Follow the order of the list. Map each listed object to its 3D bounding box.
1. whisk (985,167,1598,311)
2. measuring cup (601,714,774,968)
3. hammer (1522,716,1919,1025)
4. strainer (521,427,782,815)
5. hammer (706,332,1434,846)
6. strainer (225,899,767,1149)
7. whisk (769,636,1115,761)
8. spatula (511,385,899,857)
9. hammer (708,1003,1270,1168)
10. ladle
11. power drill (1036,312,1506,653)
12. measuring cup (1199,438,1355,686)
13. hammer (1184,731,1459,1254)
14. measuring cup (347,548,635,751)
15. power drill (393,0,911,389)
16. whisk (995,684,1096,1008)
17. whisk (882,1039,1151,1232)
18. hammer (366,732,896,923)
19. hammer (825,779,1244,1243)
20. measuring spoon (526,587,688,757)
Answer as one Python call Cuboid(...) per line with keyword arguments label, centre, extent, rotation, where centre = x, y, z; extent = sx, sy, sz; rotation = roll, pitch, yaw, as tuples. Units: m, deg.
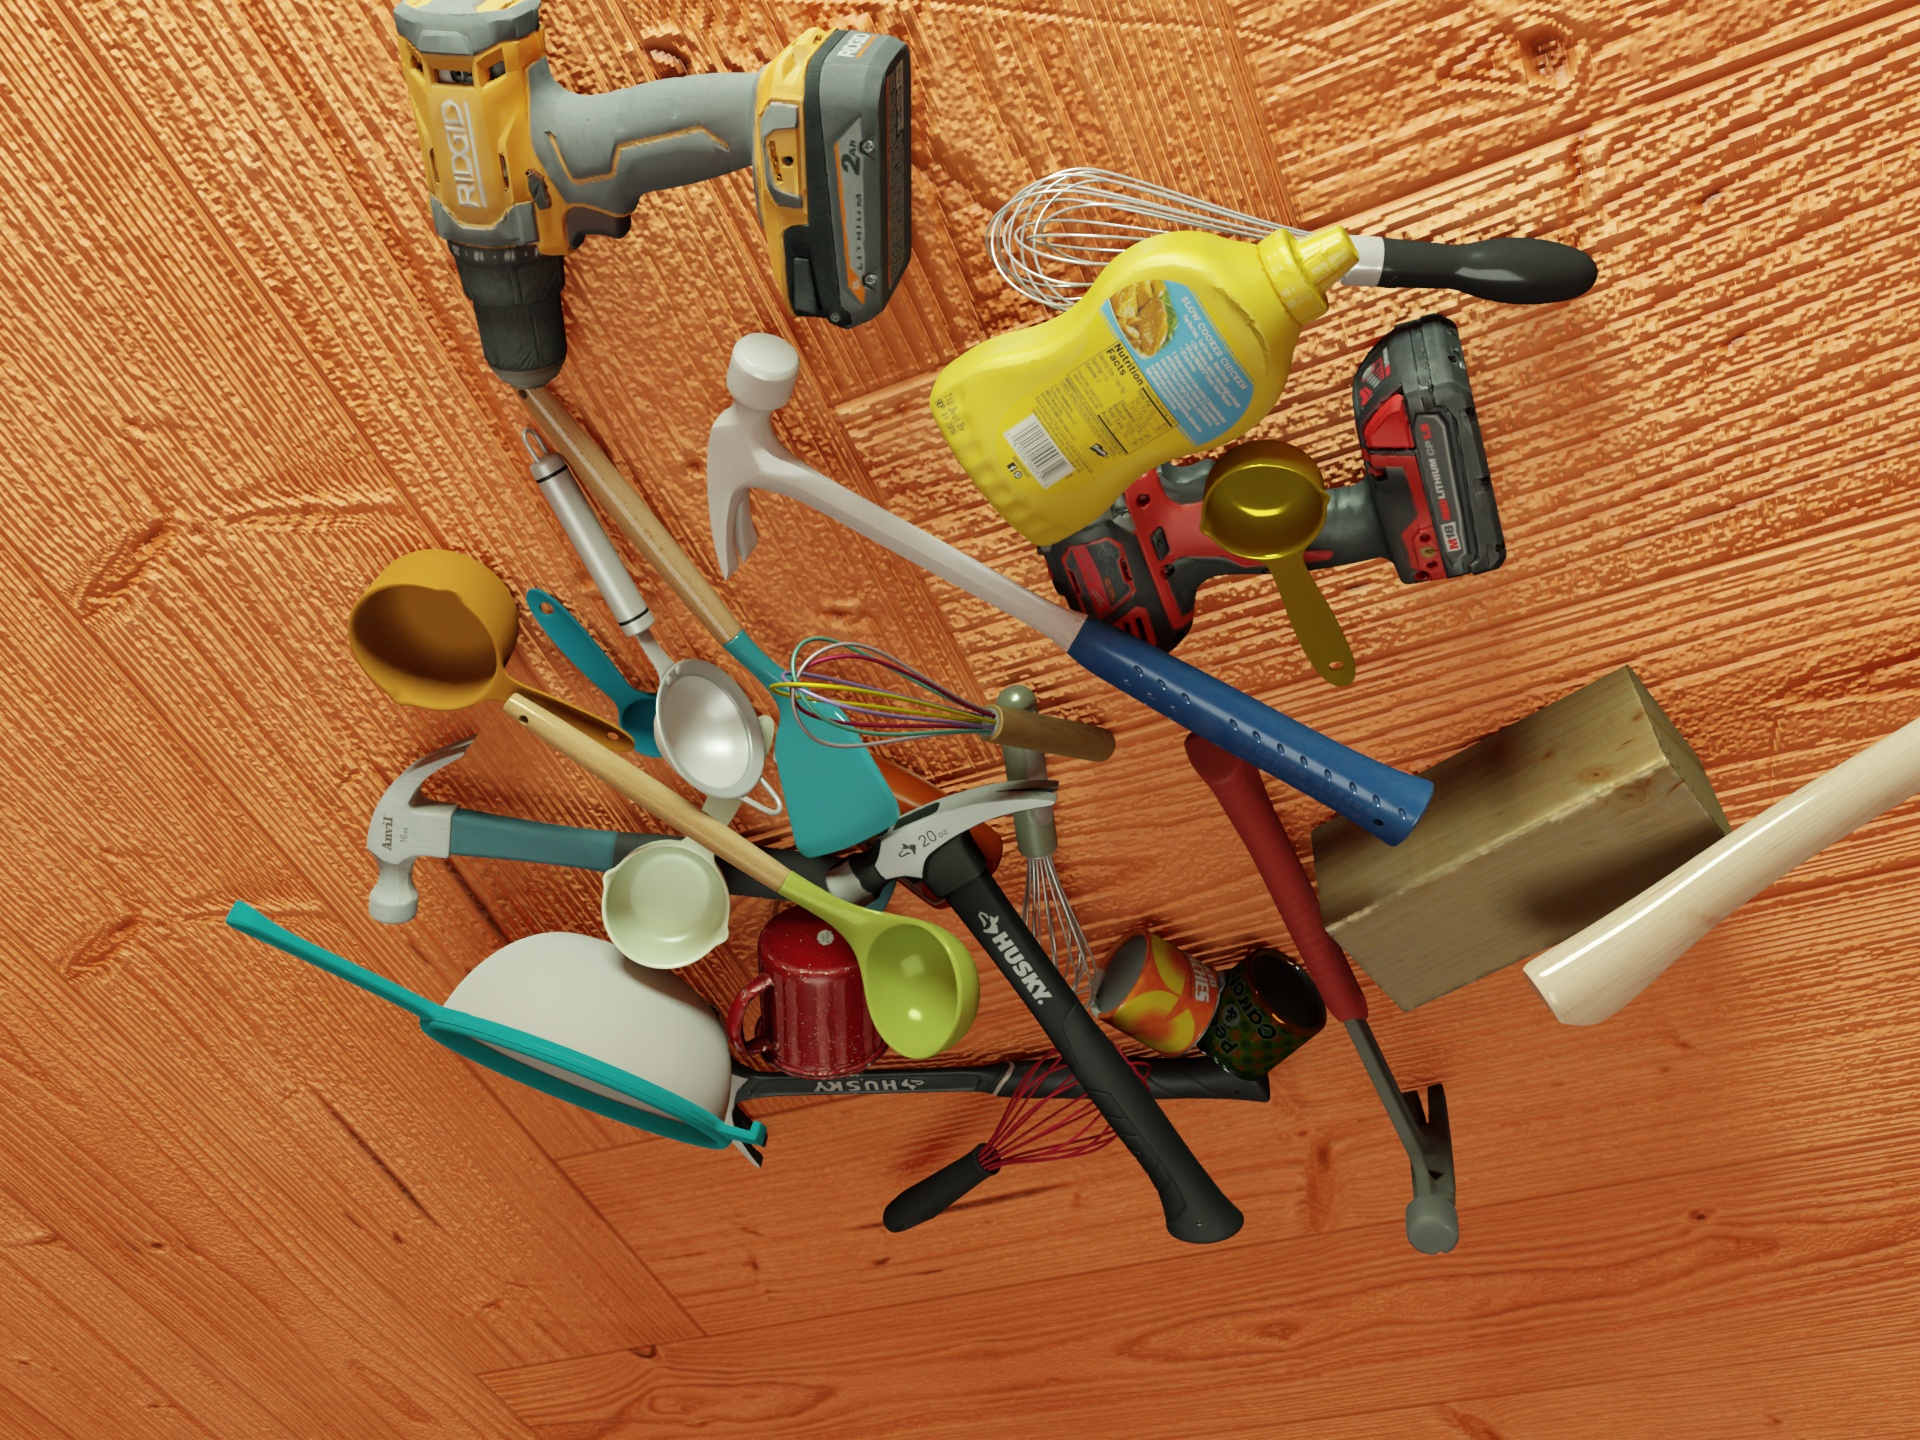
Cuboid(label="whisk", centre=(0.153, -0.214, 0.737), extent=(0.284, 0.070, 0.070), rotation=(3, 127, -2))
Cuboid(label="measuring cup", centre=(-0.157, 0.070, 0.970), extent=(0.083, 0.038, 0.167), rotation=(28, 89, -9))
Cuboid(label="hammer", centre=(0.465, 0.021, 0.804), extent=(0.410, 0.038, 0.146), rotation=(-35, 116, 7))
Cuboid(label="strainer", centre=(-0.180, -0.049, 0.898), extent=(0.050, 0.087, 0.258), rotation=(-15, 113, 28))
Cuboid(label="hammer", centre=(0.049, -0.046, 0.815), extent=(0.405, 0.035, 0.144), rotation=(29, 139, 3))
Cuboid(label="strainer", centre=(-0.279, 0.164, 1.000), extent=(0.340, 0.095, 0.211), rotation=(33, 155, -25))
Cuboid(label="whisk", centre=(-0.003, -0.003, 0.859), extent=(0.244, 0.051, 0.047), rotation=(11, 141, -44))
Cuboid(label="spatula", centre=(-0.146, -0.061, 0.873), extent=(0.082, 0.044, 0.317), rotation=(-24, 113, 37))
Cuboid(label="hammer", centre=(0.010, 0.257, 1.121), extent=(0.409, 0.036, 0.149), rotation=(-3, 128, 9))
Cuboid(label="ladle", centre=(-0.126, 0.083, 0.900), extent=(0.320, 0.062, 0.078), rotation=(34, 118, -3))
Cuboid(label="power drill", centre=(0.138, -0.129, 0.789), extent=(0.227, 0.080, 0.187), rotation=(-13, 124, 20))
Cuboid(label="measuring cup", centre=(0.163, -0.074, 0.770), extent=(0.062, 0.029, 0.156), rotation=(-13, 136, 25))
Cuboid(label="hammer", centre=(0.229, 0.149, 0.981), extent=(0.037, 0.149, 0.358), rotation=(-21, 110, 21))
Cuboid(label="measuring cup", centre=(-0.263, -0.036, 0.925), extent=(0.173, 0.052, 0.095), rotation=(28, 125, -16))
Cuboid(label="power drill", centre=(-0.140, -0.236, 0.742), extent=(0.226, 0.084, 0.185), rotation=(7, 128, 7))
Cuboid(label="whisk", centre=(0.049, 0.085, 0.979), extent=(0.059, 0.058, 0.246), rotation=(19, 132, 38))
Cuboid(label="whisk", centre=(0.029, 0.294, 1.094), extent=(0.073, 0.073, 0.295), rotation=(32, 131, -16))
Cuboid(label="hammer", centre=(-0.205, 0.087, 1.006), extent=(0.331, 0.033, 0.128), rotation=(8, 110, -4))
Cuboid(label="hammer", centre=(0.072, 0.184, 0.959), extent=(0.146, 0.035, 0.334), rotation=(-32, 102, 16))
Cuboid(label="measuring spoon", centre=(-0.209, -0.032, 0.946), extent=(0.042, 0.021, 0.128), rotation=(-33, 108, 22))
